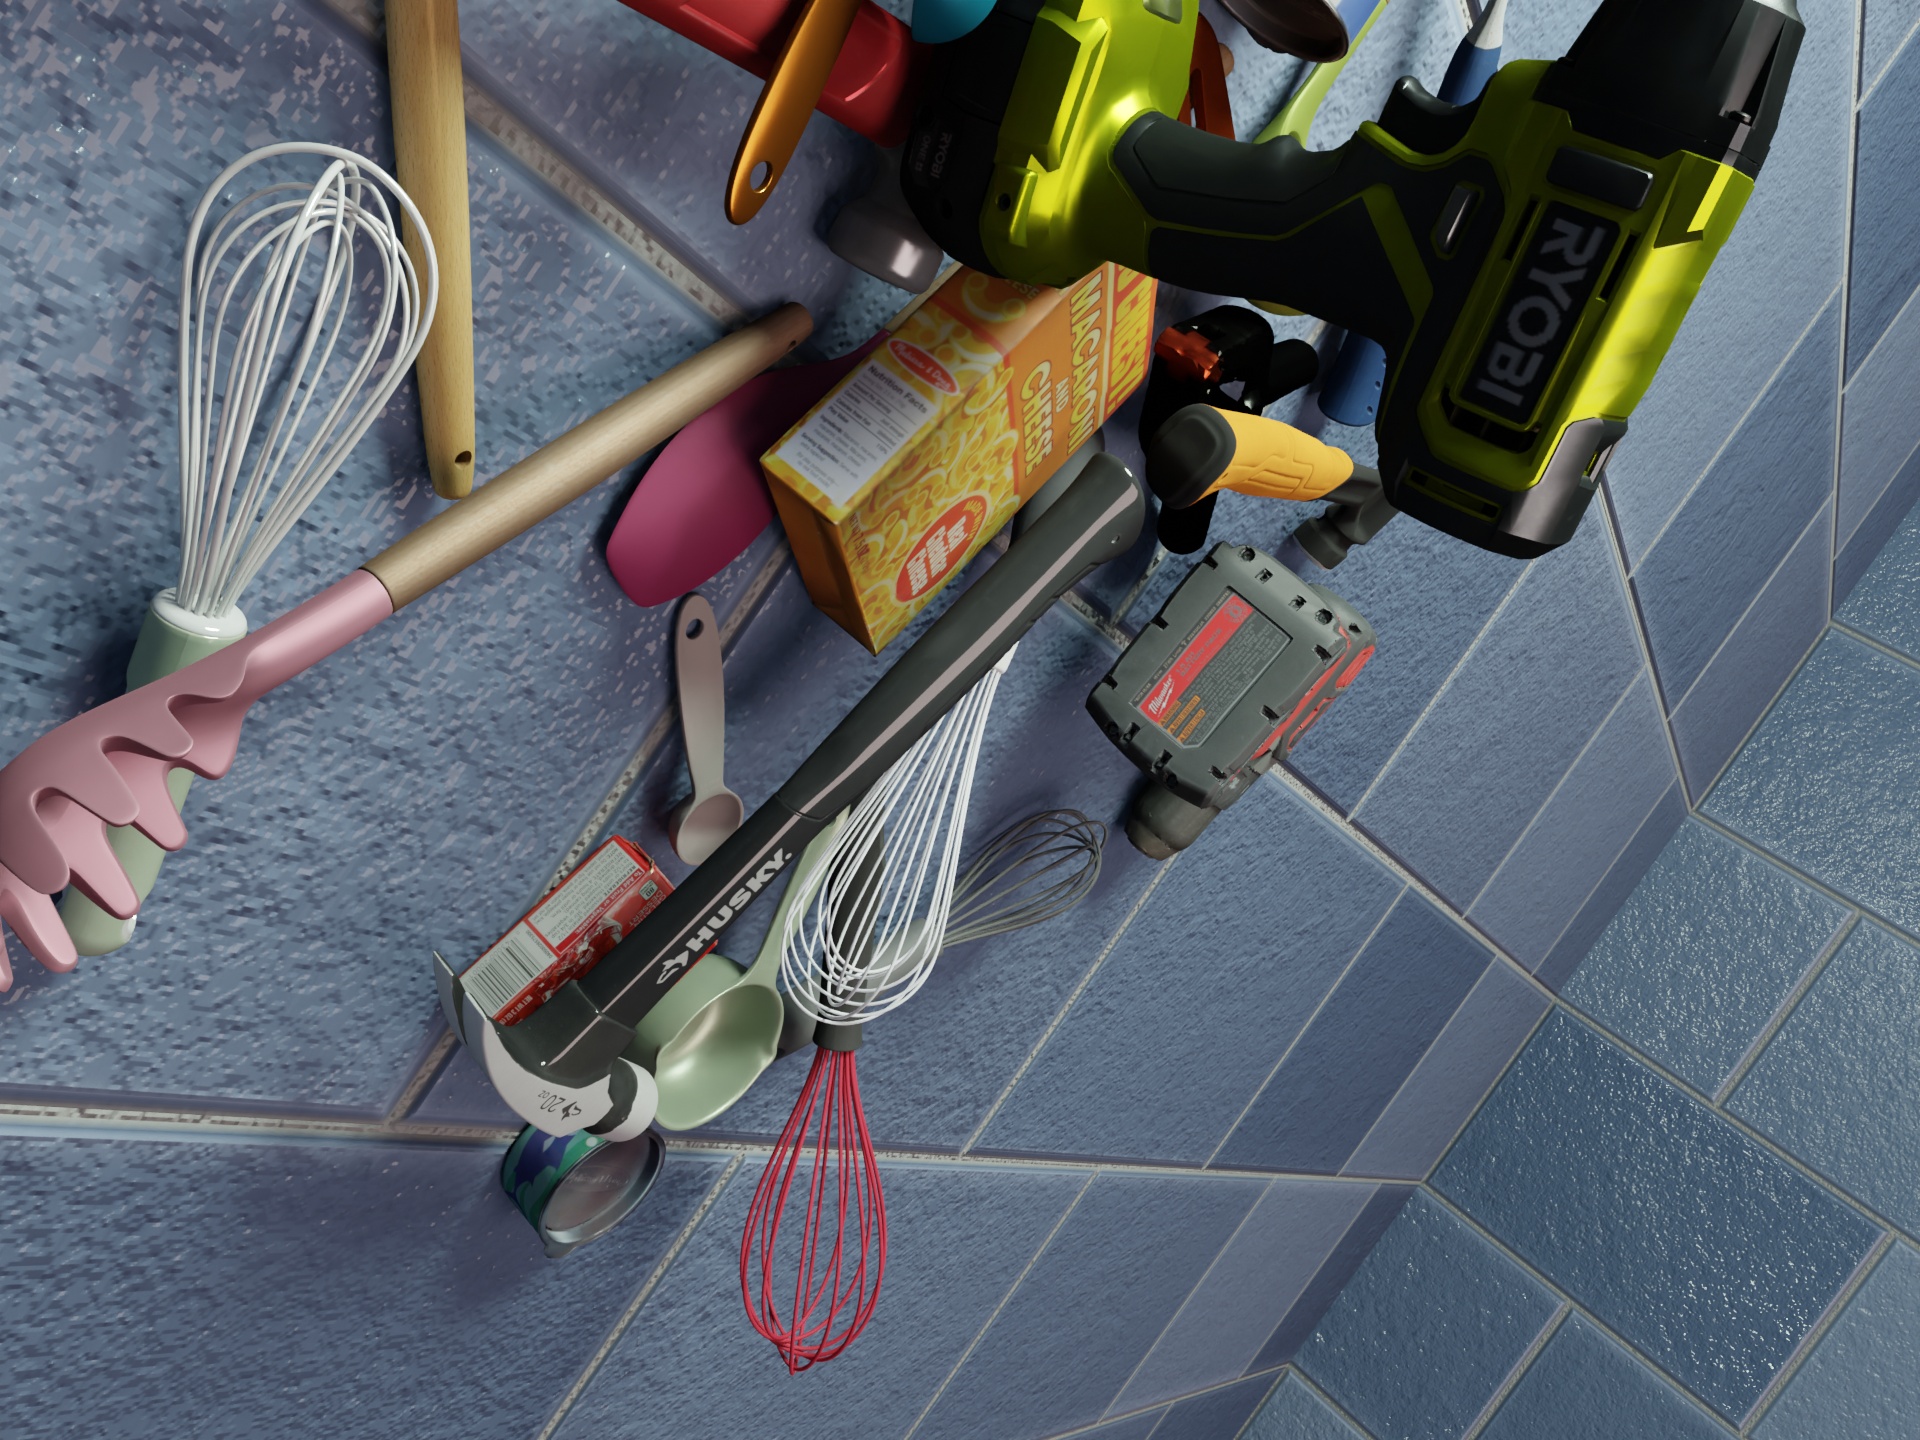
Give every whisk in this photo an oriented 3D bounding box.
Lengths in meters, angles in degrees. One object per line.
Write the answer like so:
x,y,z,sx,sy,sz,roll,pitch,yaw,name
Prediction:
-0.060,0.169,0.744,0.073,0.073,0.296,-5,105,-51,whisk
-0.016,0.111,0.813,0.239,0.055,0.055,-28,141,-28,whisk
-0.002,-0.003,0.683,0.070,0.070,0.284,30,82,-59,whisk
-0.203,-0.036,0.427,0.059,0.058,0.246,21,110,-22,whisk

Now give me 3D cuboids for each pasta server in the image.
-0.139,-0.045,0.449,0.316,0.040,0.060,-45,178,-38,pasta server

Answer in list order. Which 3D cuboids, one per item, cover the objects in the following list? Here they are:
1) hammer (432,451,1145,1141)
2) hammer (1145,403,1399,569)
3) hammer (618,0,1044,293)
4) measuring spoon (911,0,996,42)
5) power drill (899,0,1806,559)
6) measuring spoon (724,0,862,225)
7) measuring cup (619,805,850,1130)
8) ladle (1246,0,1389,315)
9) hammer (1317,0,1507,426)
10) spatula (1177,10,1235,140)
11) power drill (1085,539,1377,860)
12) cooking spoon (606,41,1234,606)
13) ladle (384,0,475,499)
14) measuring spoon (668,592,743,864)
-0.053,0.022,0.605,0.335,0.035,0.146,-45,151,-6,hammer
0.170,-0.122,0.750,0.127,0.034,0.336,-44,165,24,hammer
-0.084,-0.208,0.369,0.386,0.038,0.143,-3,122,-61,hammer
0.013,-0.242,0.417,0.042,0.021,0.128,-72,180,-58,measuring spoon
0.104,-0.169,0.451,0.080,0.223,0.171,-18,134,-56,power drill
-0.033,-0.186,0.429,0.117,0.011,0.021,-62,155,7,measuring spoon
-0.099,0.100,0.705,0.083,0.038,0.167,22,96,-58,measuring cup
0.194,-0.321,0.658,0.320,0.062,0.078,-63,161,10,ladle
0.241,-0.318,0.713,0.144,0.035,0.405,-56,164,-46,hammer
0.097,-0.272,0.497,0.081,0.041,0.322,-40,170,-21,spatula
0.139,0.000,0.856,0.188,0.080,0.226,-51,163,10,power drill
-0.006,-0.154,0.588,0.319,0.017,0.068,-45,151,-14,cooking spoon
-0.129,-0.190,0.384,0.069,0.031,0.315,-28,143,-39,ladle
-0.105,0.003,0.623,0.034,0.018,0.124,-28,134,-38,measuring spoon
